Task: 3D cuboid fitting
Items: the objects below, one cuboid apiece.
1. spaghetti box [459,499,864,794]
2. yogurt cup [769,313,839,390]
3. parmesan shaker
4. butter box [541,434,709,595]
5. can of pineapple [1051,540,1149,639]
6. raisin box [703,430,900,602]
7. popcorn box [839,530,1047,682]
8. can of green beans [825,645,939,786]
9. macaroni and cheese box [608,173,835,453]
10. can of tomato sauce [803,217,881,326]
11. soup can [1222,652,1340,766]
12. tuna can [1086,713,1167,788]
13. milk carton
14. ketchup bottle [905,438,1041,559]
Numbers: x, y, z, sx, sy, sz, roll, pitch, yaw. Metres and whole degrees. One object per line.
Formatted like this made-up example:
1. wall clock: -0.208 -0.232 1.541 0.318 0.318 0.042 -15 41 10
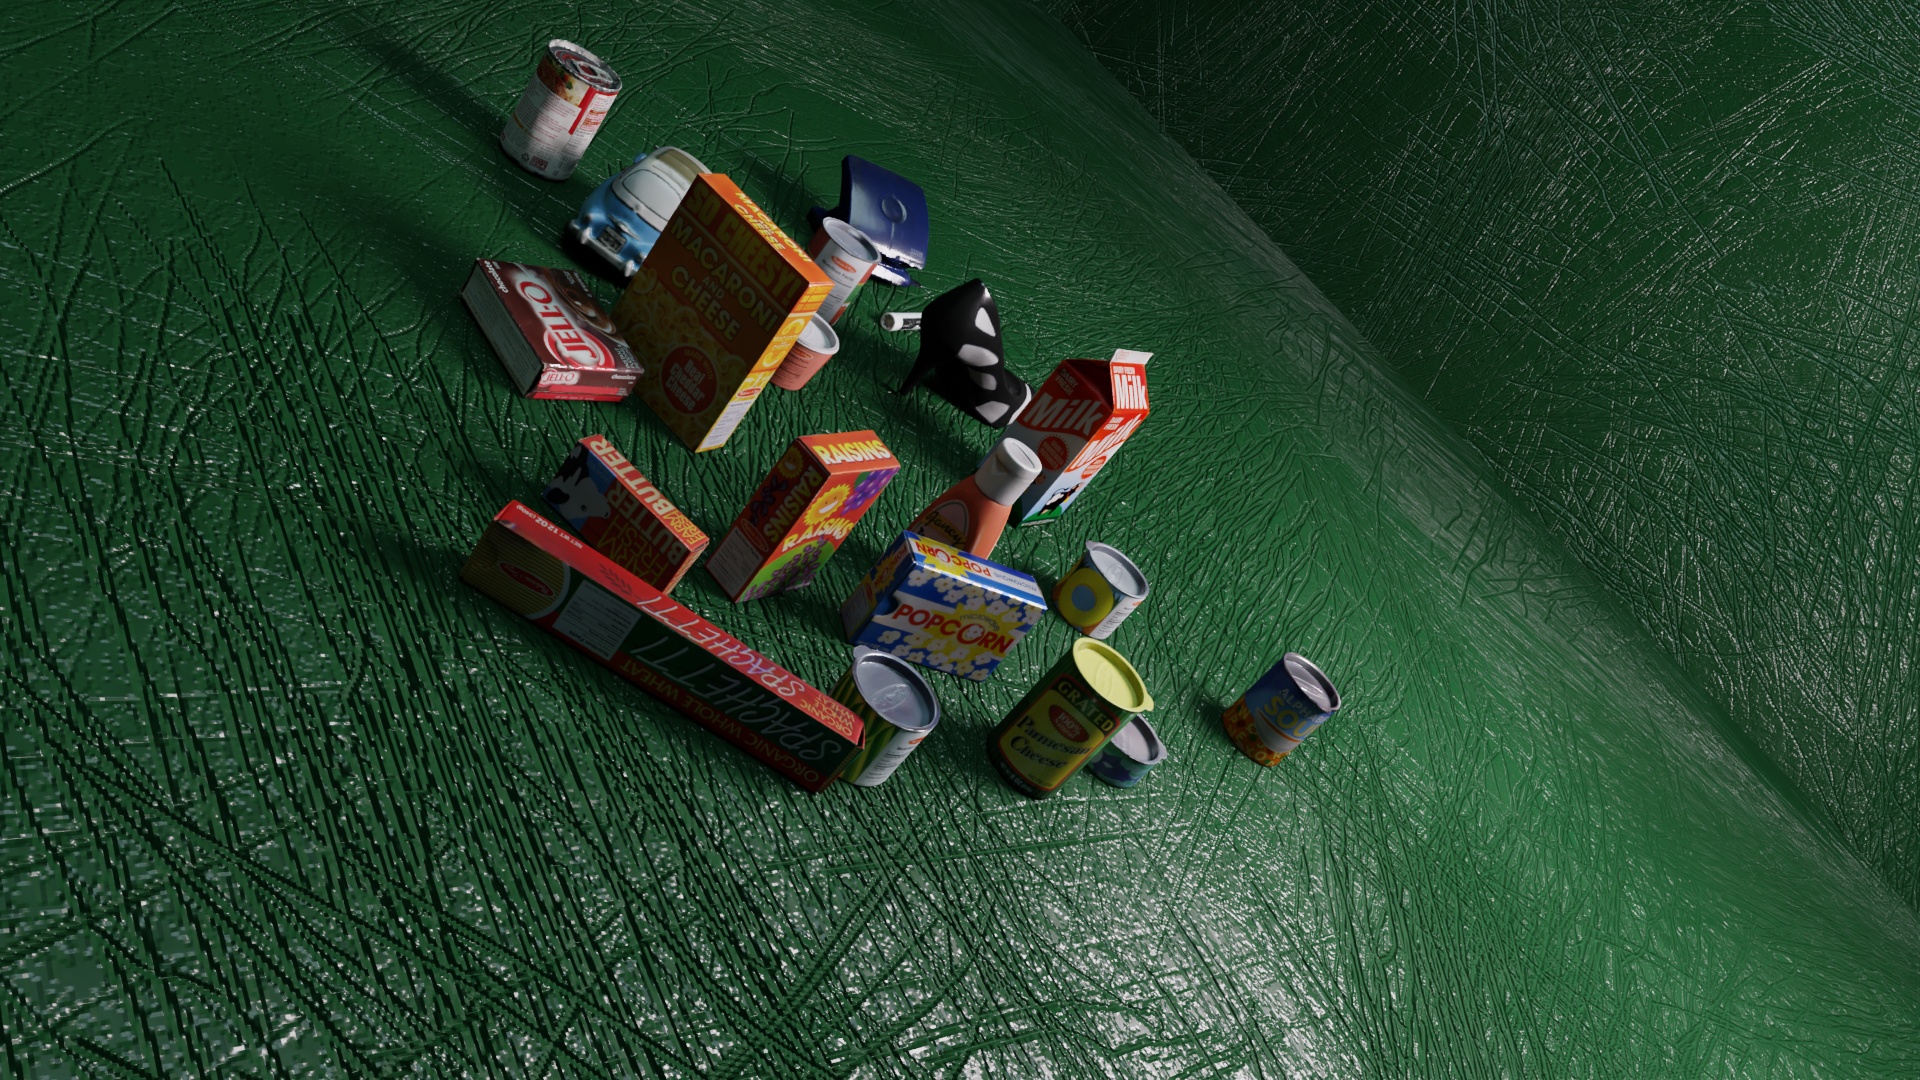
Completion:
1. spaghetti box: -0.170 0.066 0.816 0.250 0.050 0.029 34 27 -12
2. yogurt cup: -0.147 -0.168 1.208 0.072 0.053 0.073 31 27 -18
3. parmesan shaker: 0.076 0.129 0.981 0.071 0.102 0.072 31 27 -18
4. butter box: -0.213 -0.014 0.883 0.103 0.053 0.024 43 26 6
5. can of pineapple: 0.122 0.043 1.224 0.071 0.057 0.071 31 27 -18
6. raisin box: -0.107 -0.018 0.947 0.040 0.123 0.086 49 27 17
7. popcorn box: -0.012 0.050 1.009 0.127 0.085 0.038 20 32 -34
8. can of green beans: -0.056 0.113 0.883 0.071 0.057 0.071 31 27 -18
9. macaroni and cheese box: -0.186 -0.168 1.031 0.124 0.165 0.040 45 26 11
10. can of tomato sauce: -0.127 -0.260 1.346 0.071 0.082 0.071 31 27 -18
11. soup can: 0.286 0.153 1.238 0.071 0.083 0.072 31 27 -18
12. tuna can: 0.122 0.158 1.075 0.071 0.032 0.071 31 27 -18
13. milk carton: 0.102 -0.103 1.278 0.073 0.189 0.072 50 28 20
14. ketchup bottle: 0.004 -0.013 1.056 0.065 0.148 0.043 51 28 22
